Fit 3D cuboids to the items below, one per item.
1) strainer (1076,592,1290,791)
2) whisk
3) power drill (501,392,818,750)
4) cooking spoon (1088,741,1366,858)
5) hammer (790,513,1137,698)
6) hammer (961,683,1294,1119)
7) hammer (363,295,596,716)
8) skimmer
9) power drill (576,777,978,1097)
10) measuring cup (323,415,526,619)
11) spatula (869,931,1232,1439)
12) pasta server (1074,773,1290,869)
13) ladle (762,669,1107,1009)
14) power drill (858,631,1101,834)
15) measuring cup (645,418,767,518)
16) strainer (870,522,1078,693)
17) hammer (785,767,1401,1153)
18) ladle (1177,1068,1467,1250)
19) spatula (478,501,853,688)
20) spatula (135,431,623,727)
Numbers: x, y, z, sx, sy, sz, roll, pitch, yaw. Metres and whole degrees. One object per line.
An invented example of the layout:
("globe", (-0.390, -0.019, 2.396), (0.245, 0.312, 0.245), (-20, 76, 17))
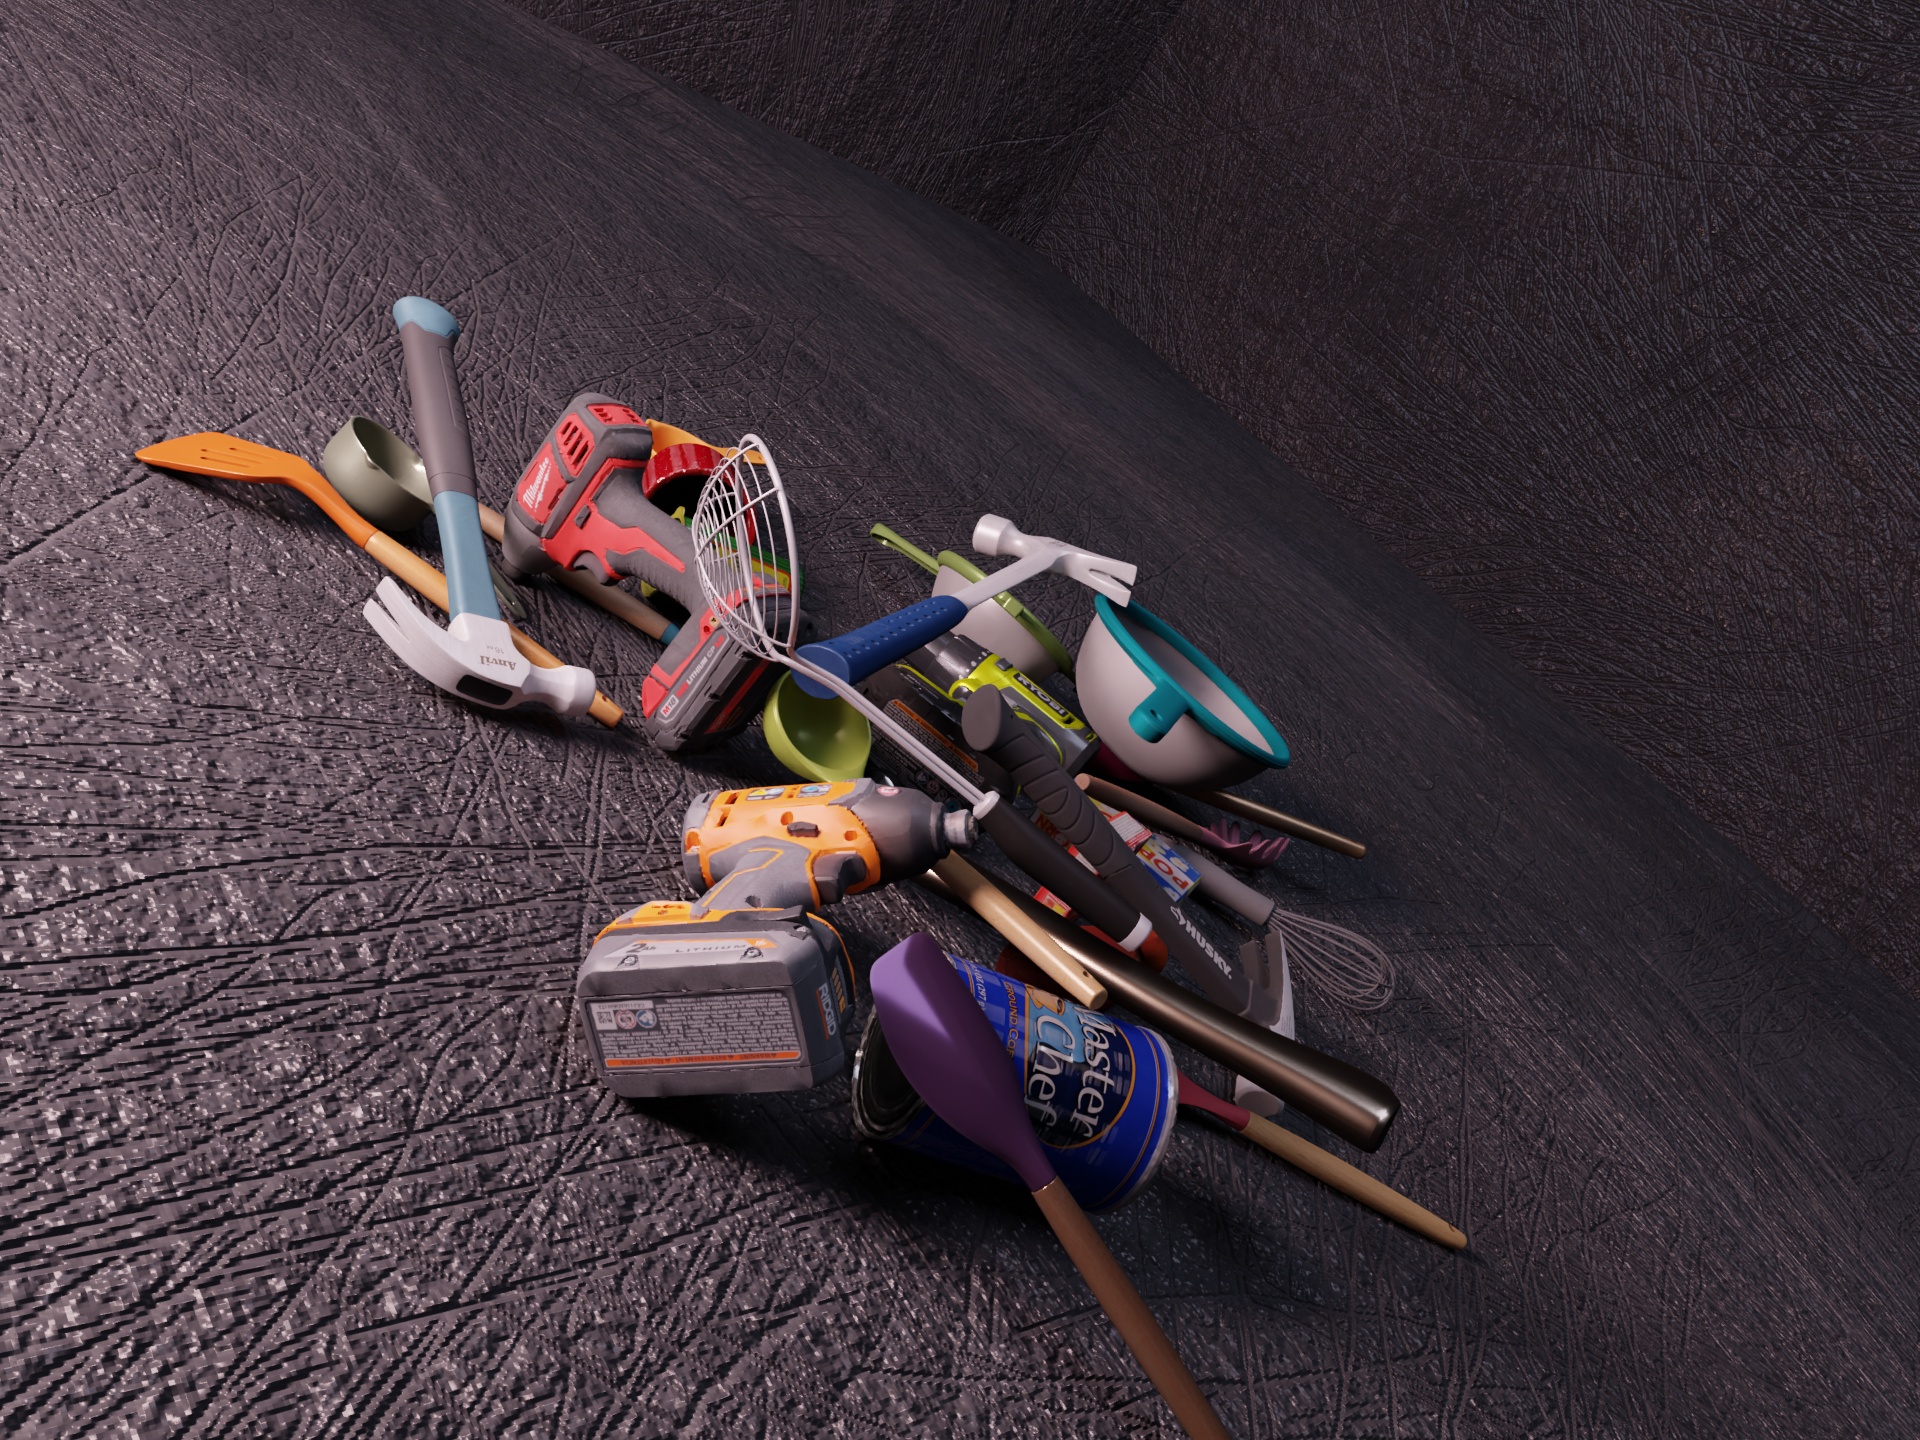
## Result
("strainer", (0.150, 0.004, 1.267), (0.211, 0.095, 0.340), (43, 17, 5))
("whisk", (0.242, 0.157, 1.270), (0.239, 0.055, 0.055), (31, 22, 5))
("power drill", (-0.210, -0.091, 1.035), (0.220, 0.143, 0.078), (48, 25, 13))
("cooking spoon", (0.209, 0.061, 1.384), (0.319, 0.017, 0.069), (21, 17, -8))
("hammer", (0.003, -0.083, 1.143), (0.144, 0.035, 0.405), (20, 24, 18))
("hammer", (0.115, 0.103, 1.044), (0.334, 0.035, 0.146), (48, 32, -19))
("hammer", (-0.318, -0.146, 0.999), (0.128, 0.033, 0.331), (12, 45, -41))
("skimmer", (-0.015, -0.012, 0.917), (0.363, 0.090, 0.127), (40, -20, -6))
("power drill", (-0.084, 0.096, 0.813), (0.164, 0.084, 0.227), (-5, 21, 12))
("measuring cup", (-0.349, -0.122, 1.036), (0.167, 0.038, 0.083), (51, 9, -5))
("spatula", (0.052, 0.241, 0.750), (0.060, 0.018, 0.316), (-32, 88, -43))
("pasta server", (0.177, 0.078, 1.267), (0.060, 0.040, 0.316), (18, -4, 38))
("ladle", (-0.018, 0.061, 0.931), (0.078, 0.062, 0.320), (7, 23, -44))
("power drill", (-0.002, -0.004, 1.212), (0.190, 0.080, 0.228), (39, 20, 8))
("measuring cup", (-0.218, -0.205, 1.347), (0.095, 0.052, 0.173), (41, 22, 15))
("strainer", (-0.013, -0.097, 1.391), (0.257, 0.069, 0.151), (37, -5, 38))
("hammer", (0.061, 0.137, 0.941), (0.411, 0.038, 0.146), (28, 20, 25))
("ladle", (0.201, 0.269, 1.016), (0.315, 0.031, 0.069), (31, 23, -14))
("spatula", (-0.223, -0.085, 1.113), (0.317, 0.044, 0.082), (32, 13, -4))
("spatula", (-0.348, -0.090, 0.983), (0.322, 0.041, 0.081), (37, 21, -5))
